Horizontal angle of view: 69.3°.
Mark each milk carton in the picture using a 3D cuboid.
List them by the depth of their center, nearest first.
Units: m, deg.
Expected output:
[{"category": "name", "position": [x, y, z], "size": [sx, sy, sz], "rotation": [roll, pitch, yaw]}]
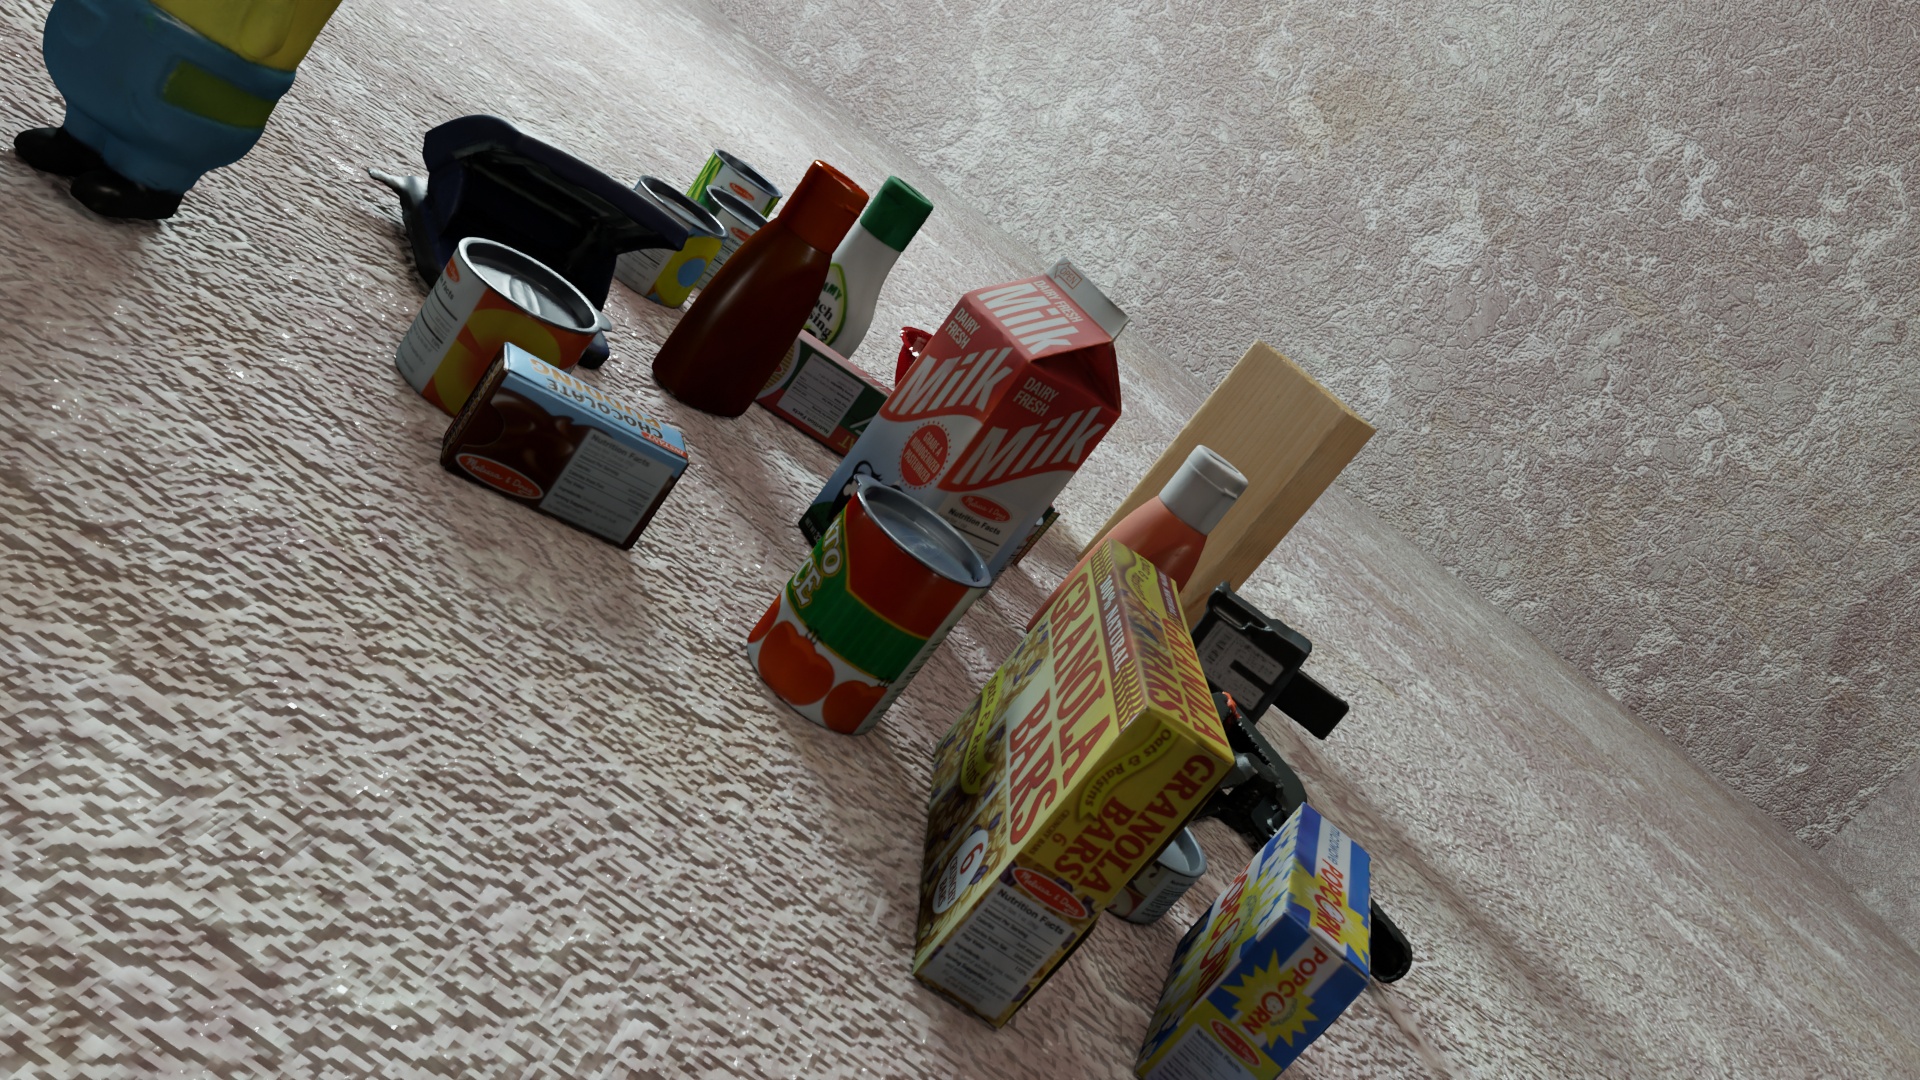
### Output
[{"category": "milk carton", "position": [0.009, -0.051, 0.697], "size": [0.073, 0.190, 0.072], "rotation": [24, 21, -42]}]

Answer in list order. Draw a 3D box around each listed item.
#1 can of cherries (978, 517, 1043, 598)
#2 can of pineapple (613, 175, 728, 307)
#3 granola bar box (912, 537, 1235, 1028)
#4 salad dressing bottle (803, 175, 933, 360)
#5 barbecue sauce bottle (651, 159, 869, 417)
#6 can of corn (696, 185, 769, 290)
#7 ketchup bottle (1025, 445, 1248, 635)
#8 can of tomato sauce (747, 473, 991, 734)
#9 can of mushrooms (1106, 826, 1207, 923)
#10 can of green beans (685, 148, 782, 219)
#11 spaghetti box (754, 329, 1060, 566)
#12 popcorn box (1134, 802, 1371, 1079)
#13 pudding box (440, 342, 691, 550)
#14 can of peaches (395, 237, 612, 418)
[{"category": "can of cherries", "position": [0.003, -0.010, 0.809], "size": [0.071, 0.058, 0.072], "rotation": [35, 16, -11]}, {"category": "can of pineapple", "position": [-0.192, -0.192, 0.896], "size": [0.071, 0.057, 0.071], "rotation": [35, 16, -11]}, {"category": "granola bar box", "position": [0.038, 0.080, 0.515], "size": [0.039, 0.124, 0.166], "rotation": [35, 16, -9]}, {"category": "salad dressing bottle", "position": [-0.075, -0.177, 0.941], "size": [0.064, 0.147, 0.044], "rotation": [44, 17, 21]}, {"category": "barbecue sauce bottle", "position": [-0.106, -0.138, 0.766], "size": [0.044, 0.148, 0.065], "rotation": [47, 18, 29]}, {"category": "can of corn", "position": [-0.170, -0.212, 0.999], "size": [0.071, 0.058, 0.071], "rotation": [35, 16, -11]}, {"category": "ketchup bottle", "position": [0.105, 0.014, 0.797], "size": [0.064, 0.148, 0.044], "rotation": [26, 20, -38]}, {"category": "can of tomato sauce", "position": [-0.040, 0.027, 0.571], "size": [0.071, 0.083, 0.071], "rotation": [35, 16, -11]}, {"category": "can of mushrooms", "position": [0.070, 0.131, 0.608], "size": [0.071, 0.033, 0.071], "rotation": [35, 16, -11]}, {"category": "can of green beans", "position": [-0.189, -0.278, 1.140], "size": [0.071, 0.057, 0.071], "rotation": [35, 16, -11]}, {"category": "spaghetti box", "position": [-0.050, -0.068, 0.871], "size": [0.250, 0.050, 0.029], "rotation": [33, 16, -18]}, {"category": "popcorn box", "position": [0.116, 0.160, 0.534], "size": [0.038, 0.085, 0.127], "rotation": [40, 16, 8]}, {"category": "pudding box", "position": [-0.157, -0.037, 0.555], "size": [0.083, 0.049, 0.030], "rotation": [28, 18, -32]}, {"category": "can of peaches", "position": [-0.195, -0.085, 0.593], "size": [0.071, 0.058, 0.071], "rotation": [35, 16, -11]}]
